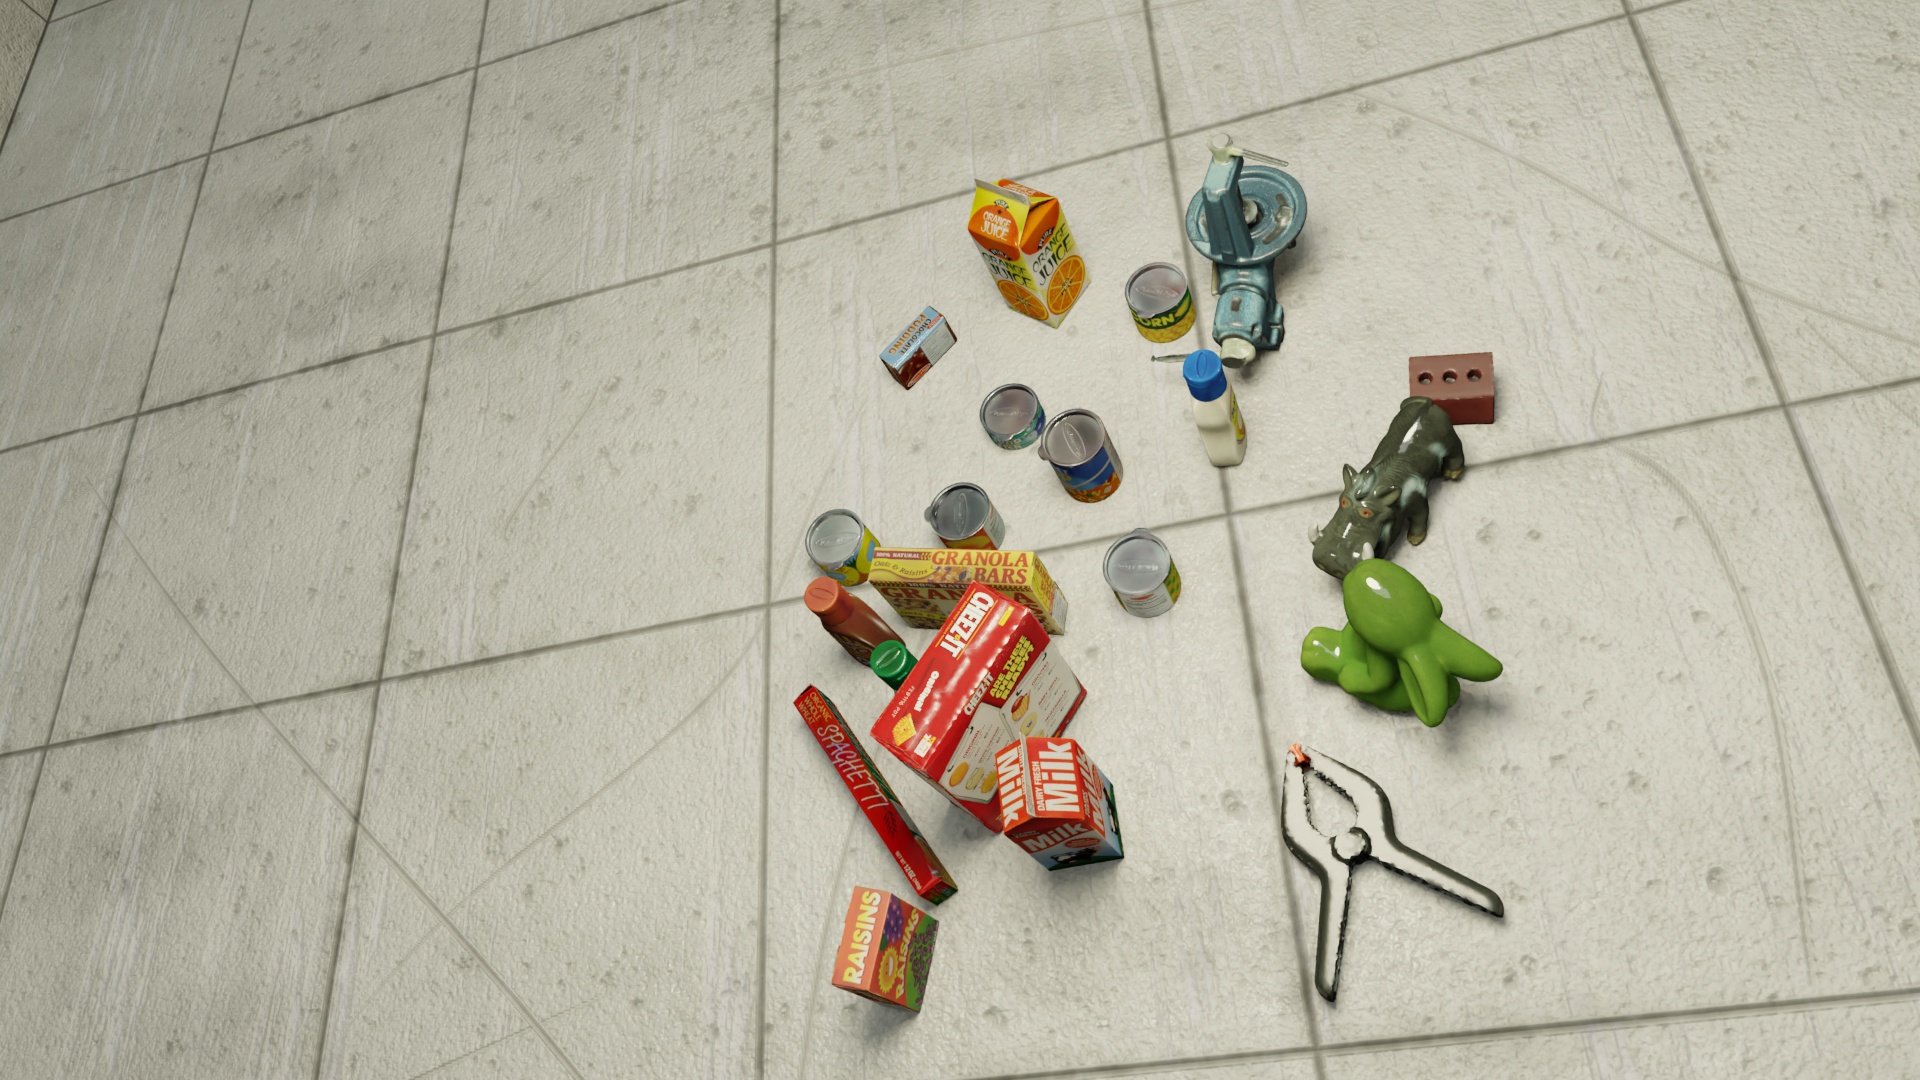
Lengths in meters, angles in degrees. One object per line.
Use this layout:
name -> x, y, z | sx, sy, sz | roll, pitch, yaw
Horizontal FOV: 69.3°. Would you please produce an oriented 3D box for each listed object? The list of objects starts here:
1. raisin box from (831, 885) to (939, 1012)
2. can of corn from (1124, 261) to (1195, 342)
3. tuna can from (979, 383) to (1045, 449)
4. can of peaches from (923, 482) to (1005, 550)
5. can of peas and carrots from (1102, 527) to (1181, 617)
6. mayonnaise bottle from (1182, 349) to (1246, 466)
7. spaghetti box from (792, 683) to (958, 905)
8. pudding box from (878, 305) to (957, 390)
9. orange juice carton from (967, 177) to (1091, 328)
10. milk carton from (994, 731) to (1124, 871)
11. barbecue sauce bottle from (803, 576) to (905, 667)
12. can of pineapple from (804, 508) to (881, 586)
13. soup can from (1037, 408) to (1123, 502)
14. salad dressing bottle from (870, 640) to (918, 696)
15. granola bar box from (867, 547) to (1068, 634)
raisin box -> -0.065, 0.361, 1.223 | 0.040, 0.123, 0.086 | 4, 66, 22
can of corn -> 0.212, -0.250, 1.474 | 0.071, 0.058, 0.071 | -9, 62, 16
tuna can -> 0.056, -0.130, 1.486 | 0.071, 0.032, 0.071 | -9, 62, 16
can of peaches -> 0.005, -0.018, 1.432 | 0.071, 0.058, 0.071 | -9, 62, 16
can of peas and carrots -> 0.176, 0.032, 1.342 | 0.071, 0.058, 0.071 | -9, 62, 16
mayonnaise bottle -> 0.247, -0.131, 1.347 | 0.041, 0.147, 0.065 | -3, 64, 20
spaghetti box -> -0.085, 0.241, 1.336 | 0.029, 0.050, 0.251 | -38, 58, -1
pudding box -> -0.047, -0.216, 1.559 | 0.084, 0.049, 0.030 | -47, 58, -7
orange juice carton -> 0.070, -0.317, 1.482 | 0.072, 0.192, 0.073 | 29, 77, 30
milk carton -> 0.082, 0.226, 1.199 | 0.073, 0.190, 0.072 | -14, 61, 14
barbecue sauce bottle -> -0.108, 0.081, 1.369 | 0.065, 0.148, 0.044 | 14, 70, 26
can of pineapple -> -0.123, 0.010, 1.466 | 0.071, 0.057, 0.071 | -9, 62, 16
soup can -> 0.122, -0.084, 1.407 | 0.071, 0.083, 0.071 | -9, 62, 16
salad dressing bottle -> -0.041, 0.137, 1.316 | 0.064, 0.147, 0.044 | -38, 58, -1
granola bar box -> 0.009, 0.049, 1.356 | 0.165, 0.124, 0.039 | 1, 65, 21
